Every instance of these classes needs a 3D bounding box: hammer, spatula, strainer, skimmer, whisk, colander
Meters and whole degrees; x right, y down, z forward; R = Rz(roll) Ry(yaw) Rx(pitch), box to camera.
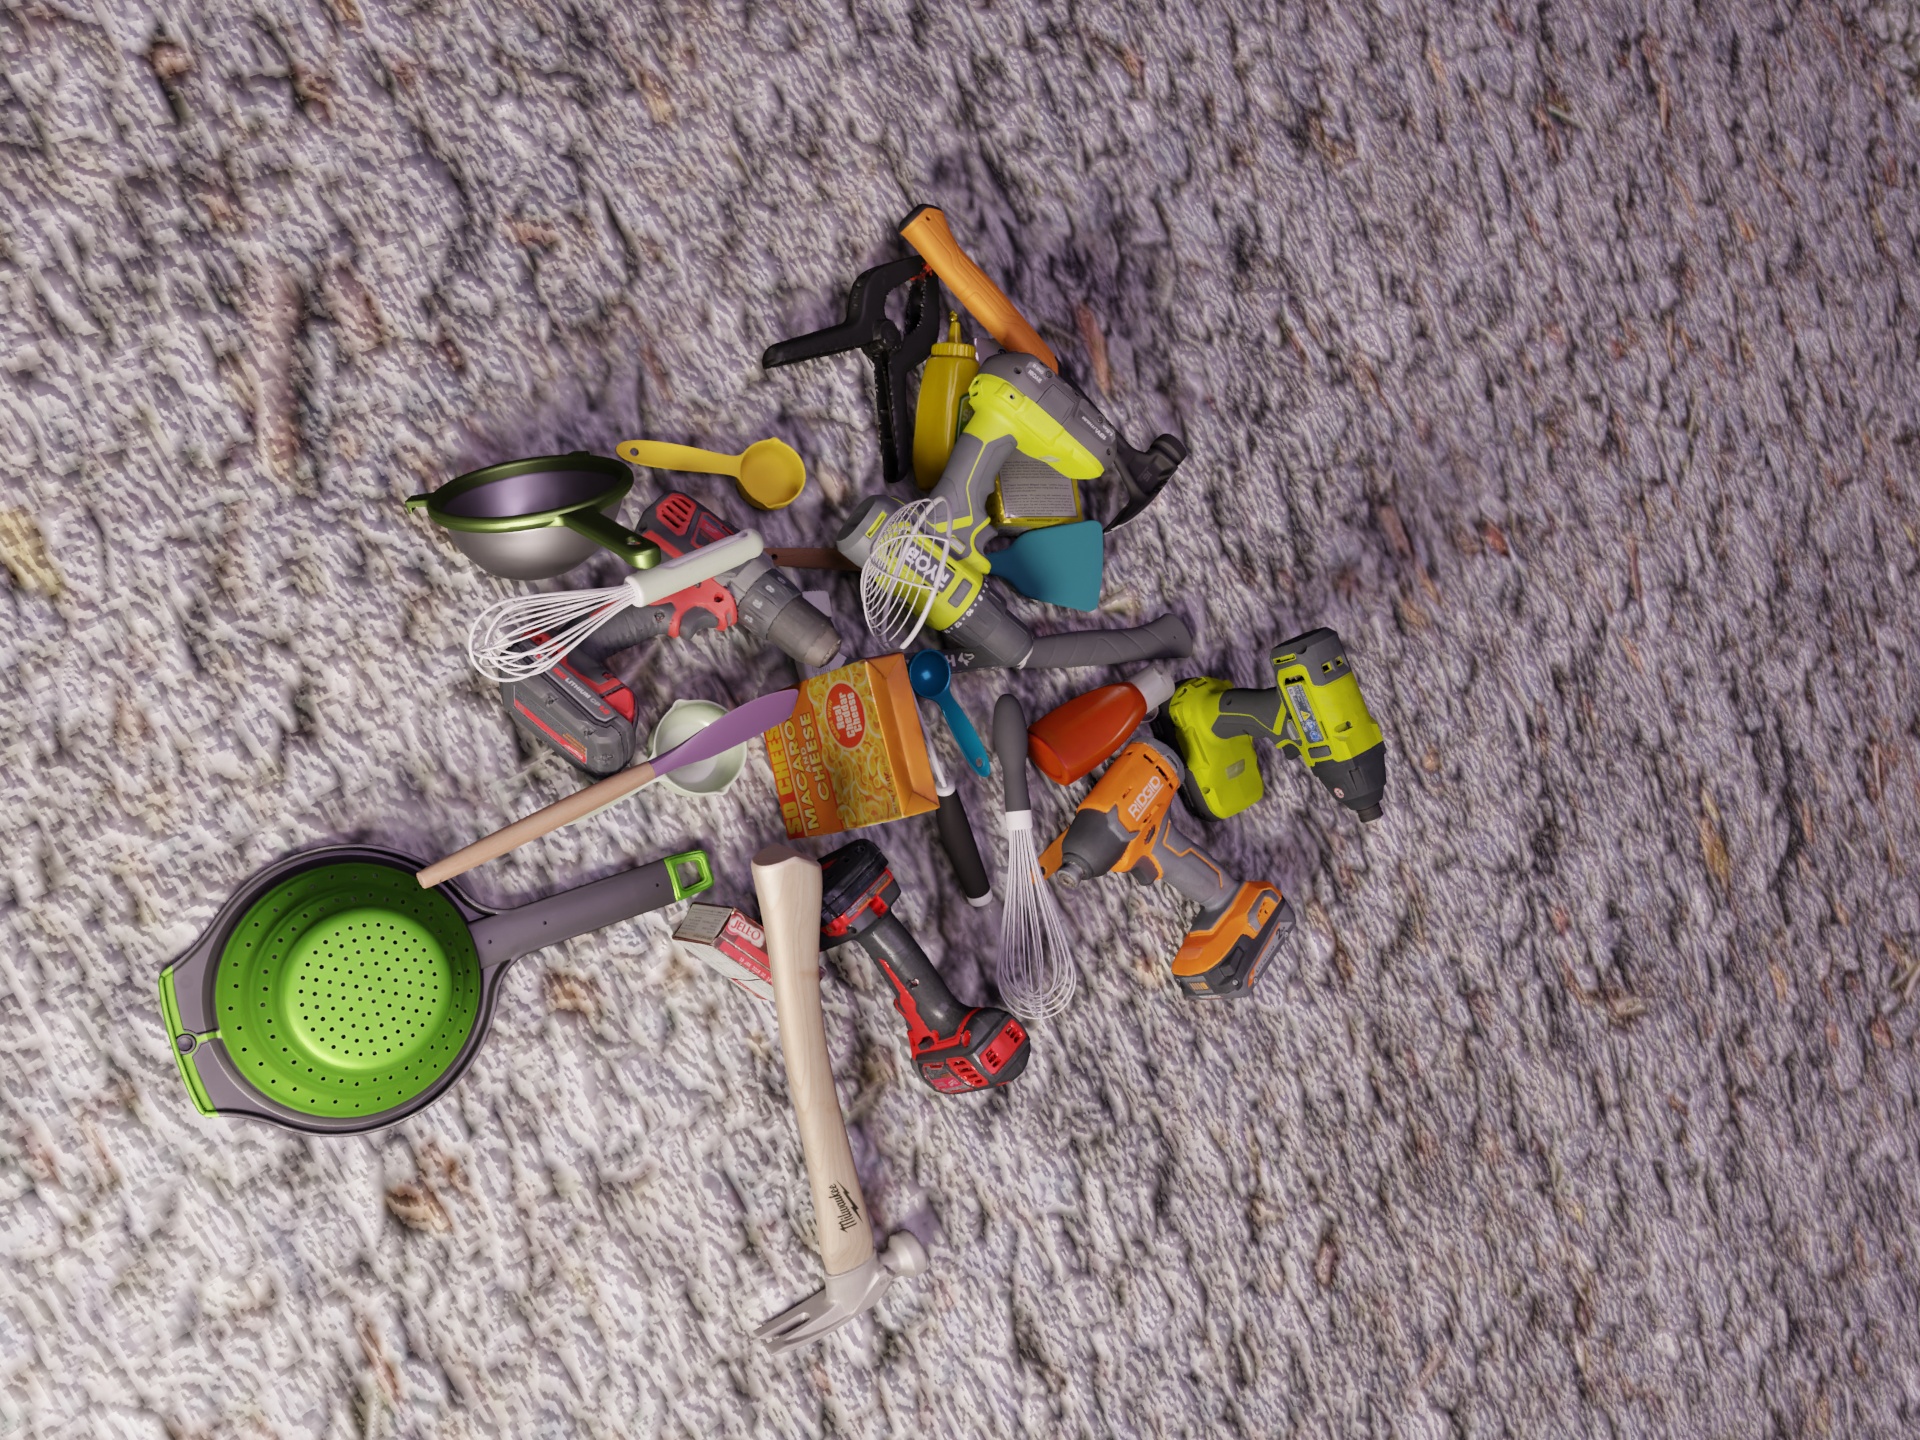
[{"bbox_3d":[0.063,-0.321,1.429,0.336,0.034,0.127,46,60,-13],"label":"hammer"},{"bbox_3d":[-0.024,-0.139,1.386,0.317,0.044,0.082,-1,99,-25],"label":"spatula"},{"bbox_3d":[-0.250,0.046,1.171,0.316,0.059,0.018,-28,68,-30],"label":"spatula"},{"bbox_3d":[-0.115,0.283,1.180,0.146,0.038,0.410,-22,118,-30],"label":"hammer"},{"bbox_3d":[-0.282,-0.128,1.152,0.151,0.257,0.069,-23,123,-32],"label":"strainer"},{"bbox_3d":[-0.002,-0.004,1.293,0.090,0.127,0.363,-18,119,0],"label":"skimmer"},{"bbox_3d":[0.042,-0.054,1.422,0.408,0.036,0.149,-7,86,-31],"label":"hammer"},{"bbox_3d":[0.054,0.118,1.376,0.070,0.070,0.284,-4,86,-30],"label":"whisk"},{"bbox_3d":[-0.345,0.162,1.130,0.397,0.094,0.204,-18,91,-30],"label":"colander"},{"bbox_3d":[-0.247,-0.092,1.166,0.246,0.058,0.059,-28,119,-32],"label":"whisk"}]

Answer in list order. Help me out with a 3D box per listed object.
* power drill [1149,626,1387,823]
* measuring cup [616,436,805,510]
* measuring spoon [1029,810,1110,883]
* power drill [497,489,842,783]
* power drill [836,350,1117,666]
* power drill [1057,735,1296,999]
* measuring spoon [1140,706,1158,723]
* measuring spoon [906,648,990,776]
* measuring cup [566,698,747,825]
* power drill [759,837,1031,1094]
[{"bbox_3d":[0.282,0.020,1.435,0.080,0.223,0.171,-25,94,-30],"label":"power drill"},{"bbox_3d":[-0.207,-0.209,1.318,0.156,0.029,0.062,7,78,-17],"label":"measuring cup"},{"bbox_3d":[0.102,0.108,1.441,0.117,0.011,0.021,-44,103,-28],"label":"measuring spoon"},{"bbox_3d":[-0.220,-0.056,1.222,0.188,0.080,0.227,38,61,6],"label":"power drill"},{"bbox_3d":[0.030,-0.176,1.349,0.190,0.080,0.228,37,82,-19],"label":"power drill"},{"bbox_3d":[0.187,0.148,1.436,0.226,0.084,0.164,50,58,-13],"label":"power drill"},{"bbox_3d":[0.131,0.009,1.475,0.124,0.018,0.034,-28,74,-24],"label":"measuring spoon"},{"bbox_3d":[-0.011,-0.004,1.359,0.042,0.021,0.128,-41,114,-28],"label":"measuring spoon"},{"bbox_3d":[-0.247,0.043,1.241,0.167,0.038,0.083,-28,93,-26],"label":"measuring cup"},{"bbox_3d":[-0.051,0.208,1.271,0.219,0.143,0.078,50,58,-6],"label":"power drill"}]
